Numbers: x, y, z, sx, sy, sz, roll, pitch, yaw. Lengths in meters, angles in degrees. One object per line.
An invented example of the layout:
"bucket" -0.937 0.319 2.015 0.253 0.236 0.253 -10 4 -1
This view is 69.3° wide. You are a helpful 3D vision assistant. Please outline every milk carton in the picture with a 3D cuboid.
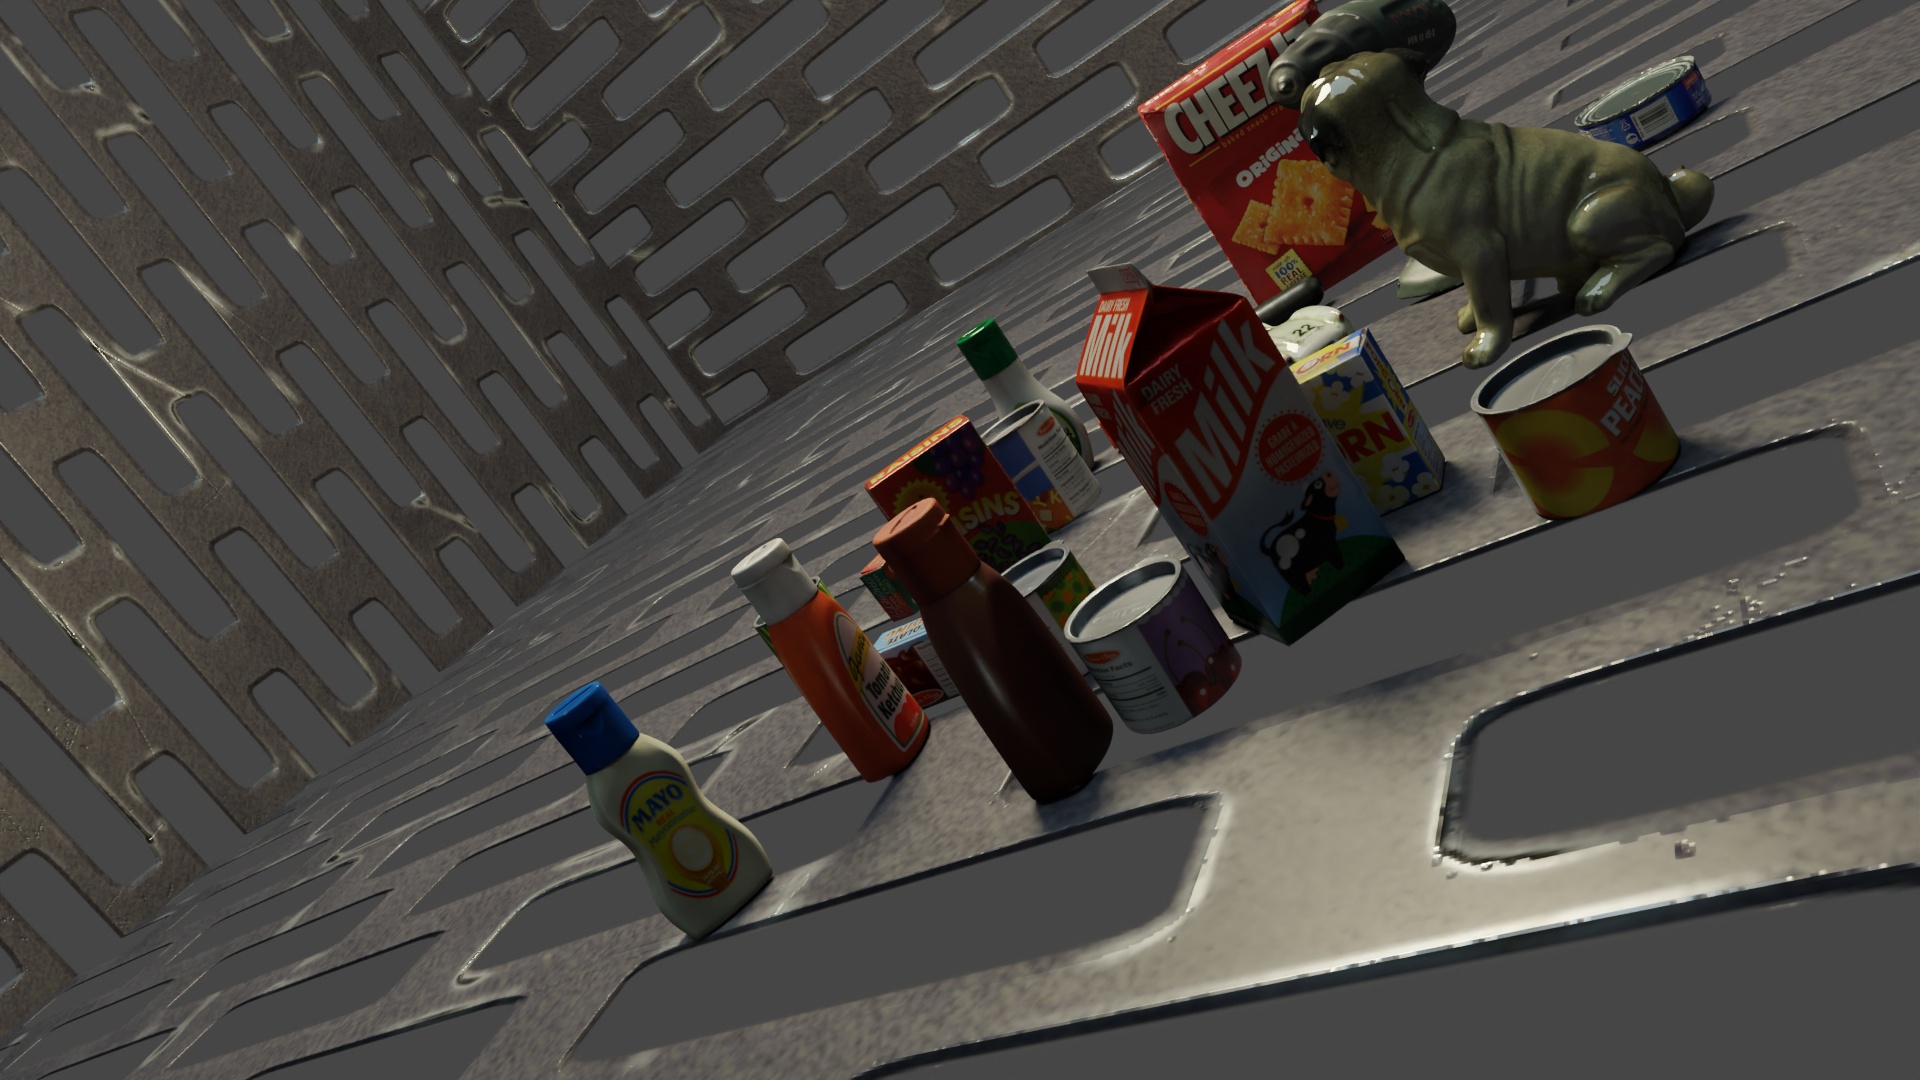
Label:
"milk carton" 0.121 -0.050 0.658 0.073 0.190 0.072 -36 13 -6

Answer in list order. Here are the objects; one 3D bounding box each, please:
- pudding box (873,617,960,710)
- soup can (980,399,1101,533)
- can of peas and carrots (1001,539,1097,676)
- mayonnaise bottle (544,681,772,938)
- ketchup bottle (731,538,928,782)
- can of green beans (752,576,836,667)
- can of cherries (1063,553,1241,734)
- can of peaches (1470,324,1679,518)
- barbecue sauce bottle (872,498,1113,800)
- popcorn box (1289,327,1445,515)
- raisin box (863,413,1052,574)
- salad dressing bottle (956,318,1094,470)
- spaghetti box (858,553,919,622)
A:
"pudding box" -0.013 0.072 0.862 0.083 0.049 0.030 -25 16 35
"soup can" 0.056 -0.054 1.059 0.071 0.083 0.071 -33 13 9
"can of peas and carrots" 0.051 0.043 0.789 0.071 0.058 0.071 -33 13 9
"mayonnaise bottle" -0.170 0.146 0.769 0.065 0.148 0.041 -40 14 -19
"ketchup bottle" -0.078 0.068 0.816 0.043 0.148 0.065 -30 14 22
"can of green beans" -0.123 0.071 1.113 0.071 0.057 0.071 -33 13 9
"can of cherries" 0.094 0.049 0.666 0.071 0.058 0.072 -33 13 9
"can of peaches" 0.266 -0.051 0.598 0.071 0.058 0.071 -33 13 9
"barbecue sauce bottle" 0.015 0.049 0.659 0.043 0.148 0.065 -27 15 33
"popcorn box" 0.175 -0.043 0.730 0.126 0.085 0.038 -27 15 30
"raisin box" 0.003 -0.012 0.954 0.086 0.123 0.040 -35 13 -2
"salad dressing bottle" 0.051 -0.109 1.125 0.064 0.147 0.044 -32 13 14
"spaghetti box" 0.008 -0.026 1.149 0.028 0.050 0.251 -21 19 47
